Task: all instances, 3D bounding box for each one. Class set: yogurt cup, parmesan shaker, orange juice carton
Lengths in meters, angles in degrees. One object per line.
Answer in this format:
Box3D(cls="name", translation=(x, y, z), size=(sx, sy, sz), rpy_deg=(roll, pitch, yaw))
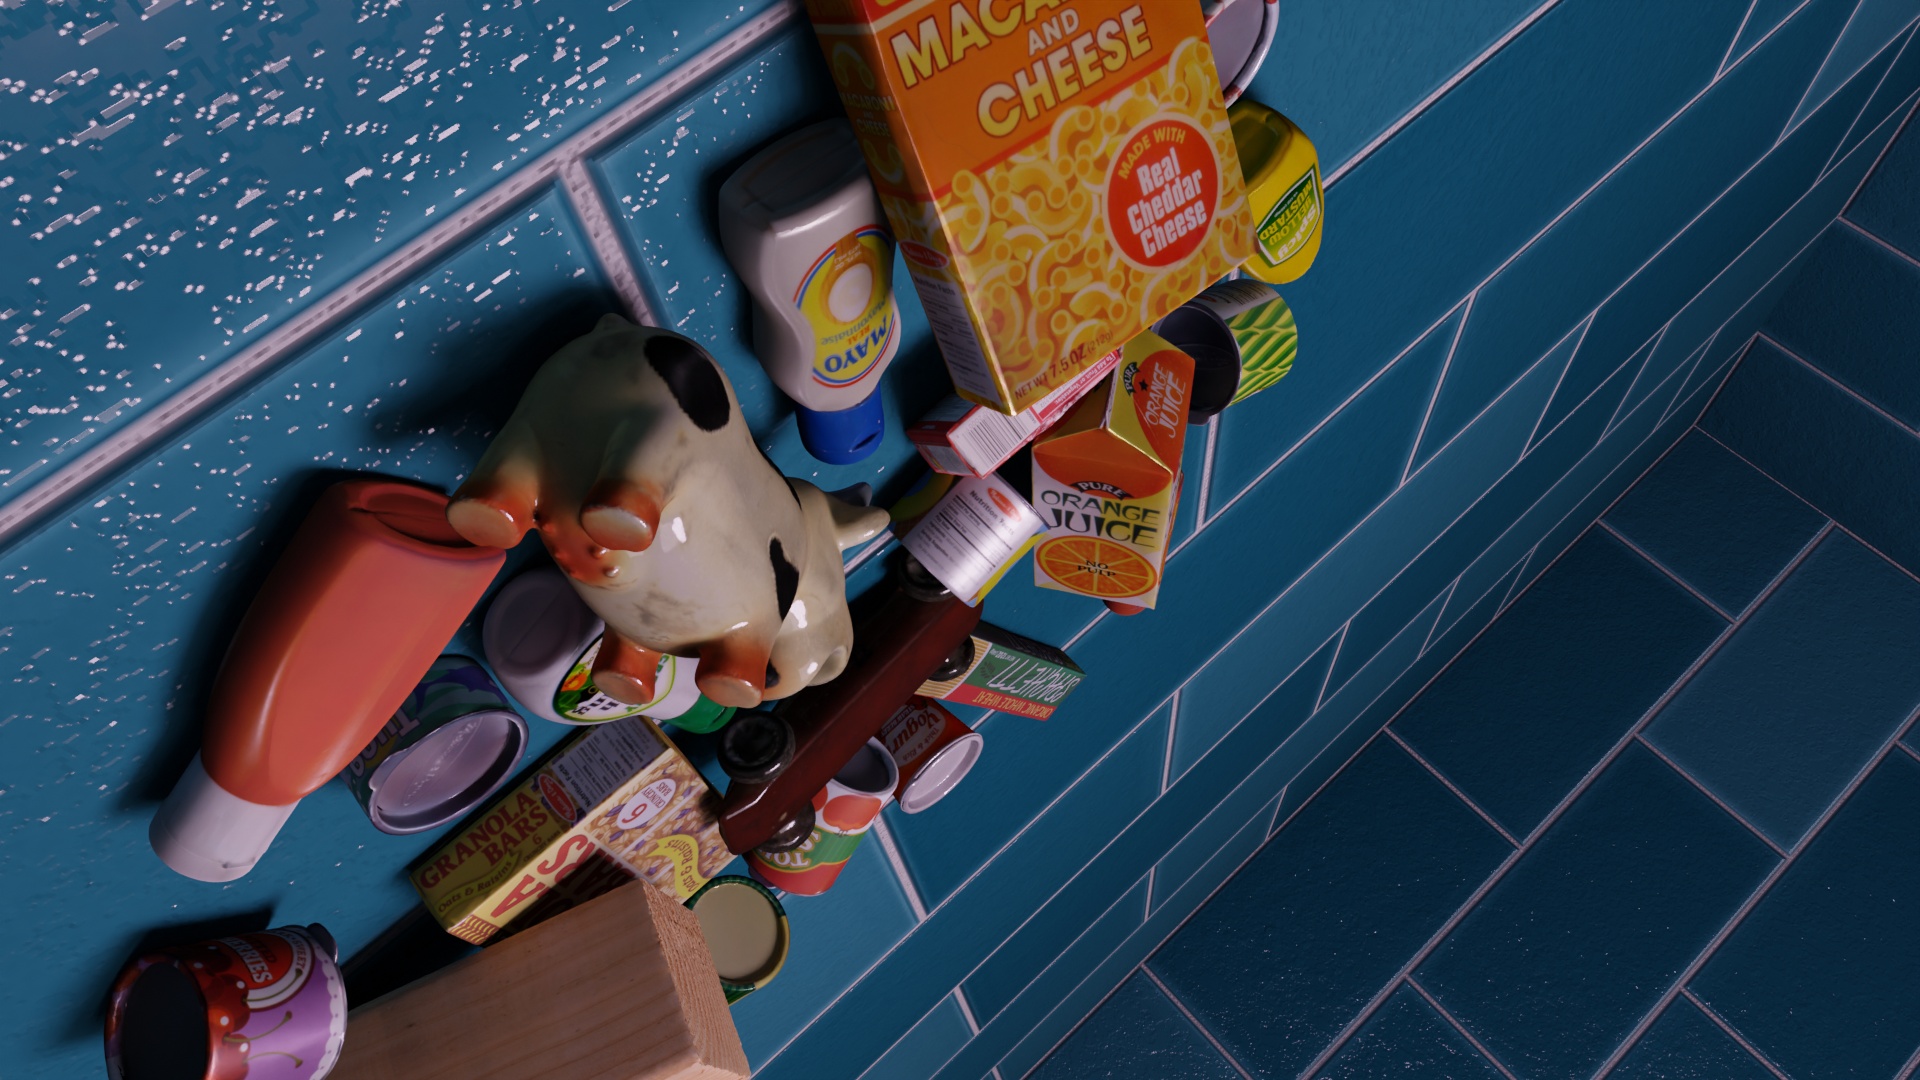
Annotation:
Box3D(cls="yogurt cup", translation=(-0.027, 0.132, 0.886), size=(0.072, 0.054, 0.072), rpy_deg=(-37, 154, -21))
Box3D(cls="parmesan shaker", translation=(-0.148, 0.237, 0.806), size=(0.071, 0.071, 0.102), rpy_deg=(-23, 166, -42))
Box3D(cls="orange juice carton", translation=(0.080, -0.042, 0.735), size=(0.191, 0.073, 0.072), rpy_deg=(83, 20, -61))

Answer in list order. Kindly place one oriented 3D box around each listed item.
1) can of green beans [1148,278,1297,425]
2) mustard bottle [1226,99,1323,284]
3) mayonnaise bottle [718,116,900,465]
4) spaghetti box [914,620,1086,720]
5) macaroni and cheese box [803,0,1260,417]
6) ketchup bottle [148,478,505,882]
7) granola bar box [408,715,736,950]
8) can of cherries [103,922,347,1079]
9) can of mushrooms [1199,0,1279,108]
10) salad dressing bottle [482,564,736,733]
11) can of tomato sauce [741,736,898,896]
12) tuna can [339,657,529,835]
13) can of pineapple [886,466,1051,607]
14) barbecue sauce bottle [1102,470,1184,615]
Box3D(cls="can of green beans", translation=(0.146, -0.109, 0.779), size=(0.058, 0.071, 0.071), rpy_deg=(-26, 149, -39))
Box3D(cls="mustard bottle", translation=(0.161, -0.170, 0.728), size=(0.065, 0.049, 0.160), rpy_deg=(-48, 156, 8))
Box3D(cls="mayonnaise bottle", translation=(-0.050, -0.085, 0.525), size=(0.065, 0.041, 0.147), rpy_deg=(-38, 154, -21))
Box3D(cls="spaghetti box", translation=(0.025, 0.086, 0.932), size=(0.050, 0.029, 0.250), rpy_deg=(-49, 156, 7))
Box3D(cls="macaroni and cheese box", translation=(0.027, -0.145, 0.467), size=(0.124, 0.040, 0.165), rpy_deg=(-35, 123, -20))
Box3D(cls="ketchup bottle", translation=(-0.216, 0.049, 0.461), size=(0.148, 0.043, 0.065), rpy_deg=(-52, 156, 12))
Box3D(cls="granola bar box", translation=(-0.179, 0.156, 0.693), size=(0.124, 0.039, 0.165), rpy_deg=(-40, 156, -13))
Box3D(cls="can of cherries", translation=(-0.283, 0.184, 0.537), size=(0.071, 0.071, 0.058), rpy_deg=(-53, 154, 14))
Box3D(cls="can of mushrooms", translation=(0.099, -0.210, 0.584), size=(0.071, 0.033, 0.070), rpy_deg=(-37, 155, -20))
Box3D(cls="salad dressing bottle", translation=(-0.140, 0.052, 0.588), size=(0.064, 0.044, 0.147), rpy_deg=(-53, 157, -3))
Box3D(cls="can of tomato sauce", translation=(-0.085, 0.156, 0.815), size=(0.071, 0.071, 0.082), rpy_deg=(-5, 133, -56))
Box3D(cls="tuna can", translation=(-0.206, 0.079, 0.536), size=(0.071, 0.033, 0.070), rpy_deg=(-37, 154, -21))
Box3D(cls="can of pineapple", translation=(0.003, -0.009, 0.703), size=(0.058, 0.071, 0.071), rpy_deg=(-46, 156, 1))
Box3D(cls="barbecue sauce bottle", translation=(0.114, 0.001, 0.927), size=(0.065, 0.044, 0.148), rpy_deg=(-39, 156, -18))
